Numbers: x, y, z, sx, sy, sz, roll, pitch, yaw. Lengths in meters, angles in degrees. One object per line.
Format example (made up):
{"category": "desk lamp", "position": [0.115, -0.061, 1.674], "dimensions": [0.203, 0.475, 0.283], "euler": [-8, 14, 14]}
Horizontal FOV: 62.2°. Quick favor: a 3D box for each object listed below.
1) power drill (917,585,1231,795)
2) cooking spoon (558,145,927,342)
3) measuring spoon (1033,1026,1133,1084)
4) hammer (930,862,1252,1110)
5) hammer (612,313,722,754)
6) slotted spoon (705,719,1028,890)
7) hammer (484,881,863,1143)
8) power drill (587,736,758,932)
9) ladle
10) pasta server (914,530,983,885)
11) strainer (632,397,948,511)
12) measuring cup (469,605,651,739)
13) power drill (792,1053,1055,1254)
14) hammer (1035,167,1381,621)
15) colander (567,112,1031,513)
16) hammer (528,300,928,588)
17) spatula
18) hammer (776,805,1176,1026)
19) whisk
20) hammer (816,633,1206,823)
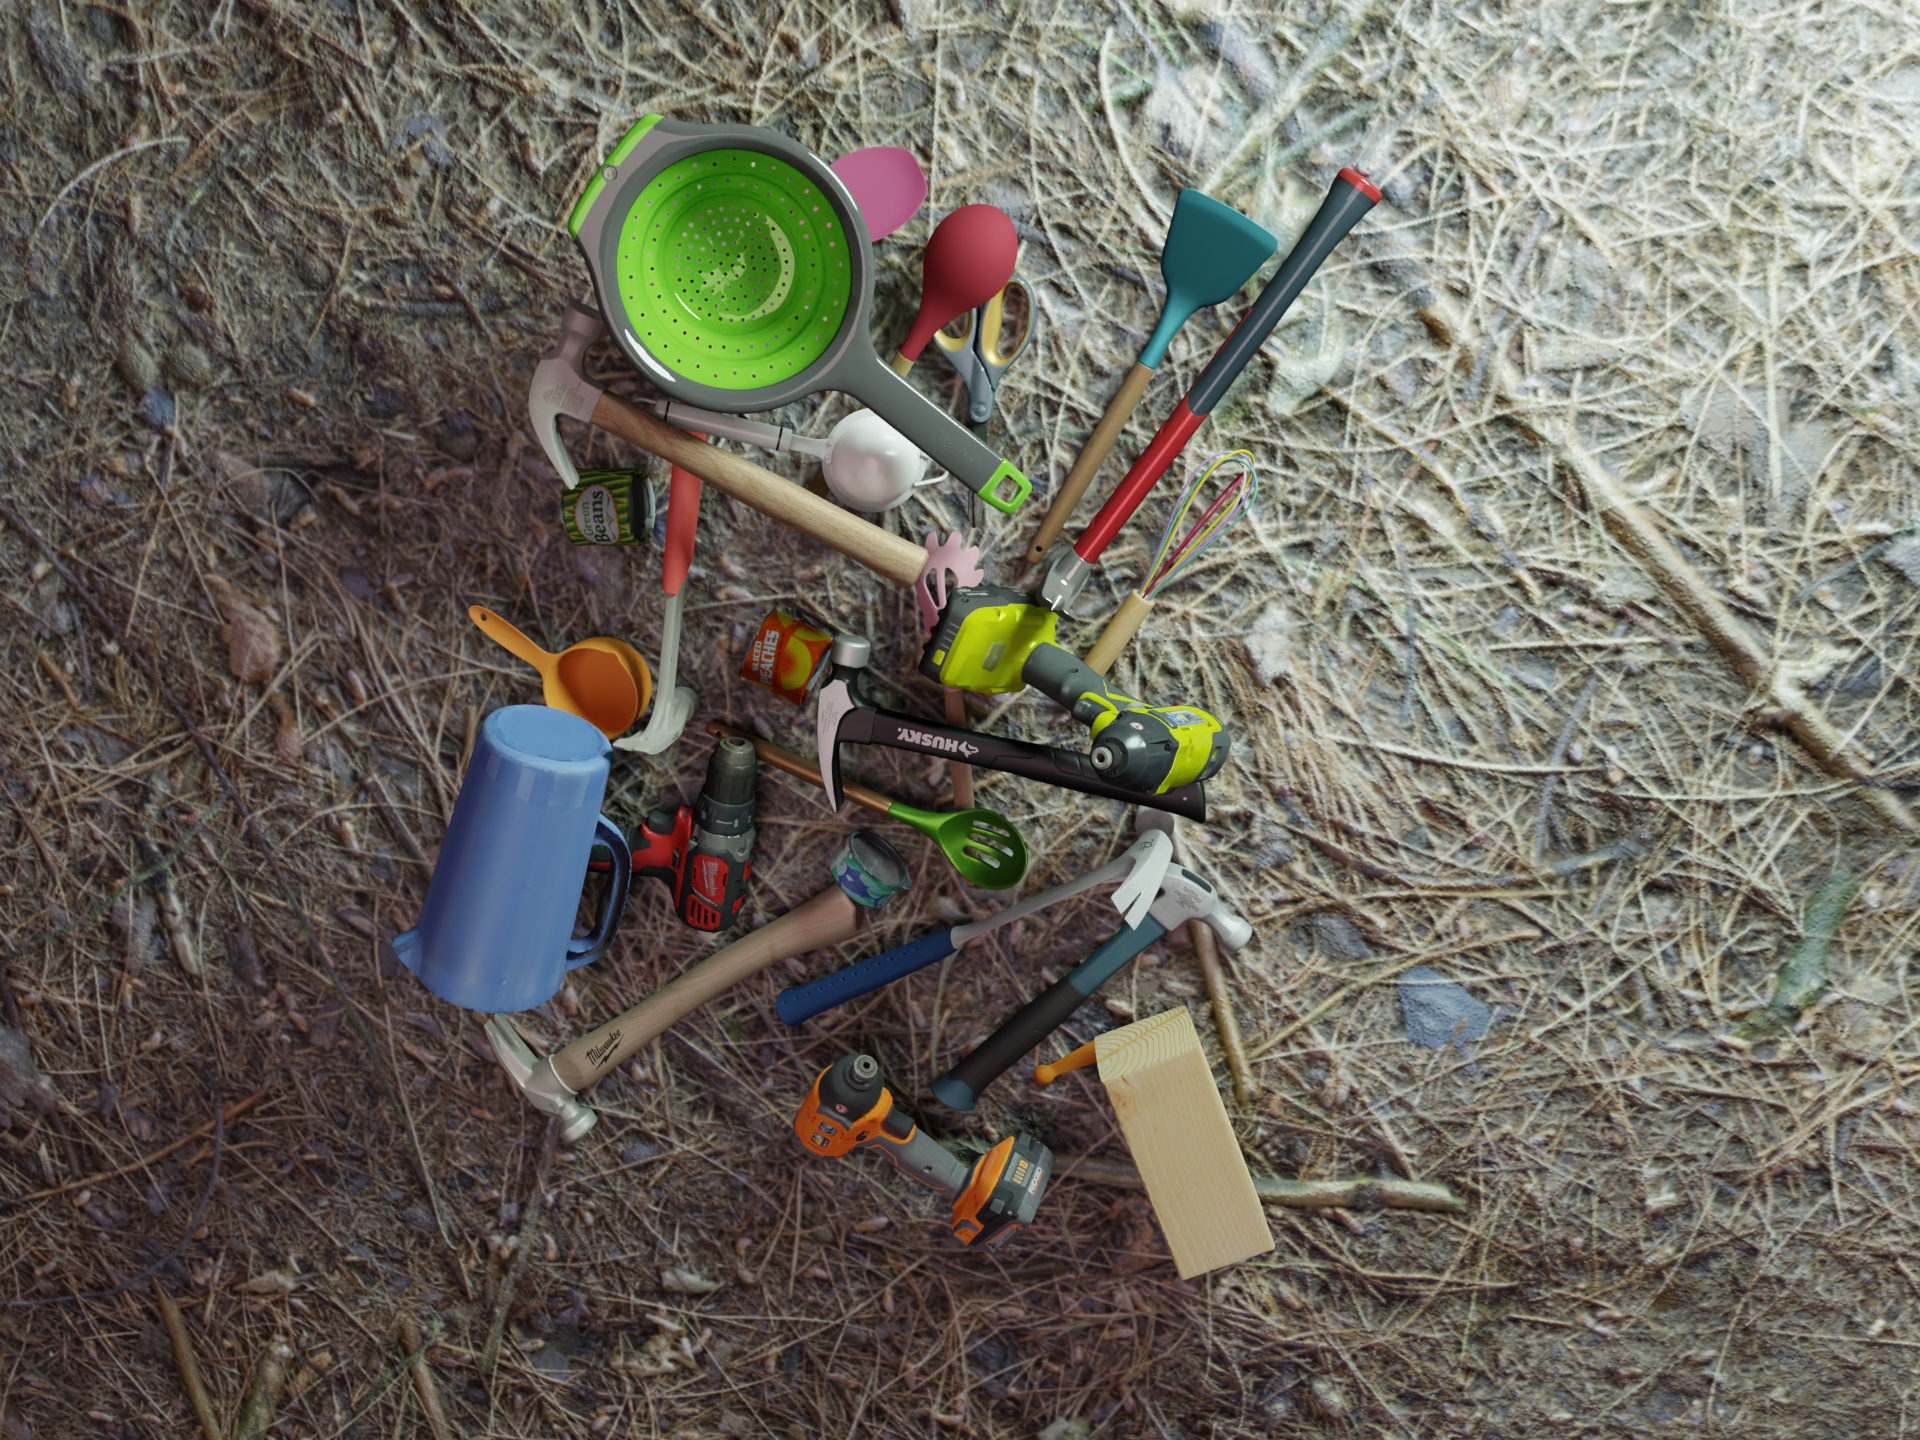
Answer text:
{"category": "power drill", "position": [0.084, -0.020, 1.234], "dimensions": [0.223, 0.171, 0.080], "euler": [34, 110, 27]}
{"category": "cooking spoon", "position": [-0.175, -0.364, 1.255], "dimensions": [0.319, 0.017, 0.068], "euler": [-24, 96, 7]}
{"category": "measuring spoon", "position": [0.117, 0.306, 1.450], "dimensions": [0.117, 0.011, 0.021], "euler": [-28, 101, 18]}
{"category": "hammer", "position": [0.097, 0.246, 1.423], "dimensions": [0.128, 0.033, 0.331], "euler": [43, 111, -6]}
{"category": "hammer", "position": [-0.233, -0.154, 1.310], "dimensions": [0.037, 0.149, 0.359], "euler": [10, 104, 5]}
{"category": "slotted spoon", "position": [-0.083, 0.064, 1.388], "dimensions": [0.314, 0.031, 0.070], "euler": [23, 111, 11]}
{"category": "hammer", "position": [-0.265, 0.252, 1.497], "dimensions": [0.410, 0.038, 0.146], "euler": [-33, 98, 19]}
{"category": "power drill", "position": [-0.290, 0.081, 1.418], "dimensions": [0.226, 0.080, 0.187], "euler": [15, 116, 3]}
{"category": "ladle", "position": [-0.057, -0.272, 1.272], "dimensions": [0.069, 0.031, 0.315], "euler": [38, 117, 1]}
{"category": "pasta server", "position": [-0.002, -0.004, 1.364], "dimensions": [0.060, 0.040, 0.316], "euler": [-1, 112, 12]}
{"category": "strainer", "position": [-0.133, -0.219, 1.266], "dimensions": [0.258, 0.050, 0.086], "euler": [12, 111, -10]}
{"category": "measuring cup", "position": [-0.351, -0.054, 1.403], "dimensions": [0.173, 0.052, 0.095], "euler": [35, 111, 0]}
{"category": "power drill", "position": [-0.034, 0.384, 1.444], "dimensions": [0.226, 0.084, 0.164], "euler": [28, 141, 1]}
{"category": "hammer", "position": [0.181, -0.240, 1.196], "dimensions": [0.038, 0.143, 0.386], "euler": [35, 107, -5]}
{"category": "colander", "position": [-0.108, -0.294, 1.221], "dimensions": [0.396, 0.095, 0.204], "euler": [36, 100, -19]}
{"category": "hammer", "position": [-0.179, -0.189, 1.241], "dimensions": [0.331, 0.031, 0.130], "euler": [27, 111, -10]}
{"category": "spatula", "position": [0.130, -0.254, 1.242], "dimensions": [0.082, 0.044, 0.317], "euler": [29, 112, -3]}
{"category": "hammer", "position": [0.003, 0.188, 1.384], "dimensions": [0.405, 0.144, 0.035], "euler": [-27, 110, 25]}
{"category": "whisk", "position": [0.164, -0.116, 1.286], "dimensions": [0.051, 0.047, 0.245], "euler": [39, 116, 10]}
{"category": "hammer", "position": [0.042, 0.035, 1.324], "dimensions": [0.335, 0.035, 0.146], "euler": [13, 105, 5]}
